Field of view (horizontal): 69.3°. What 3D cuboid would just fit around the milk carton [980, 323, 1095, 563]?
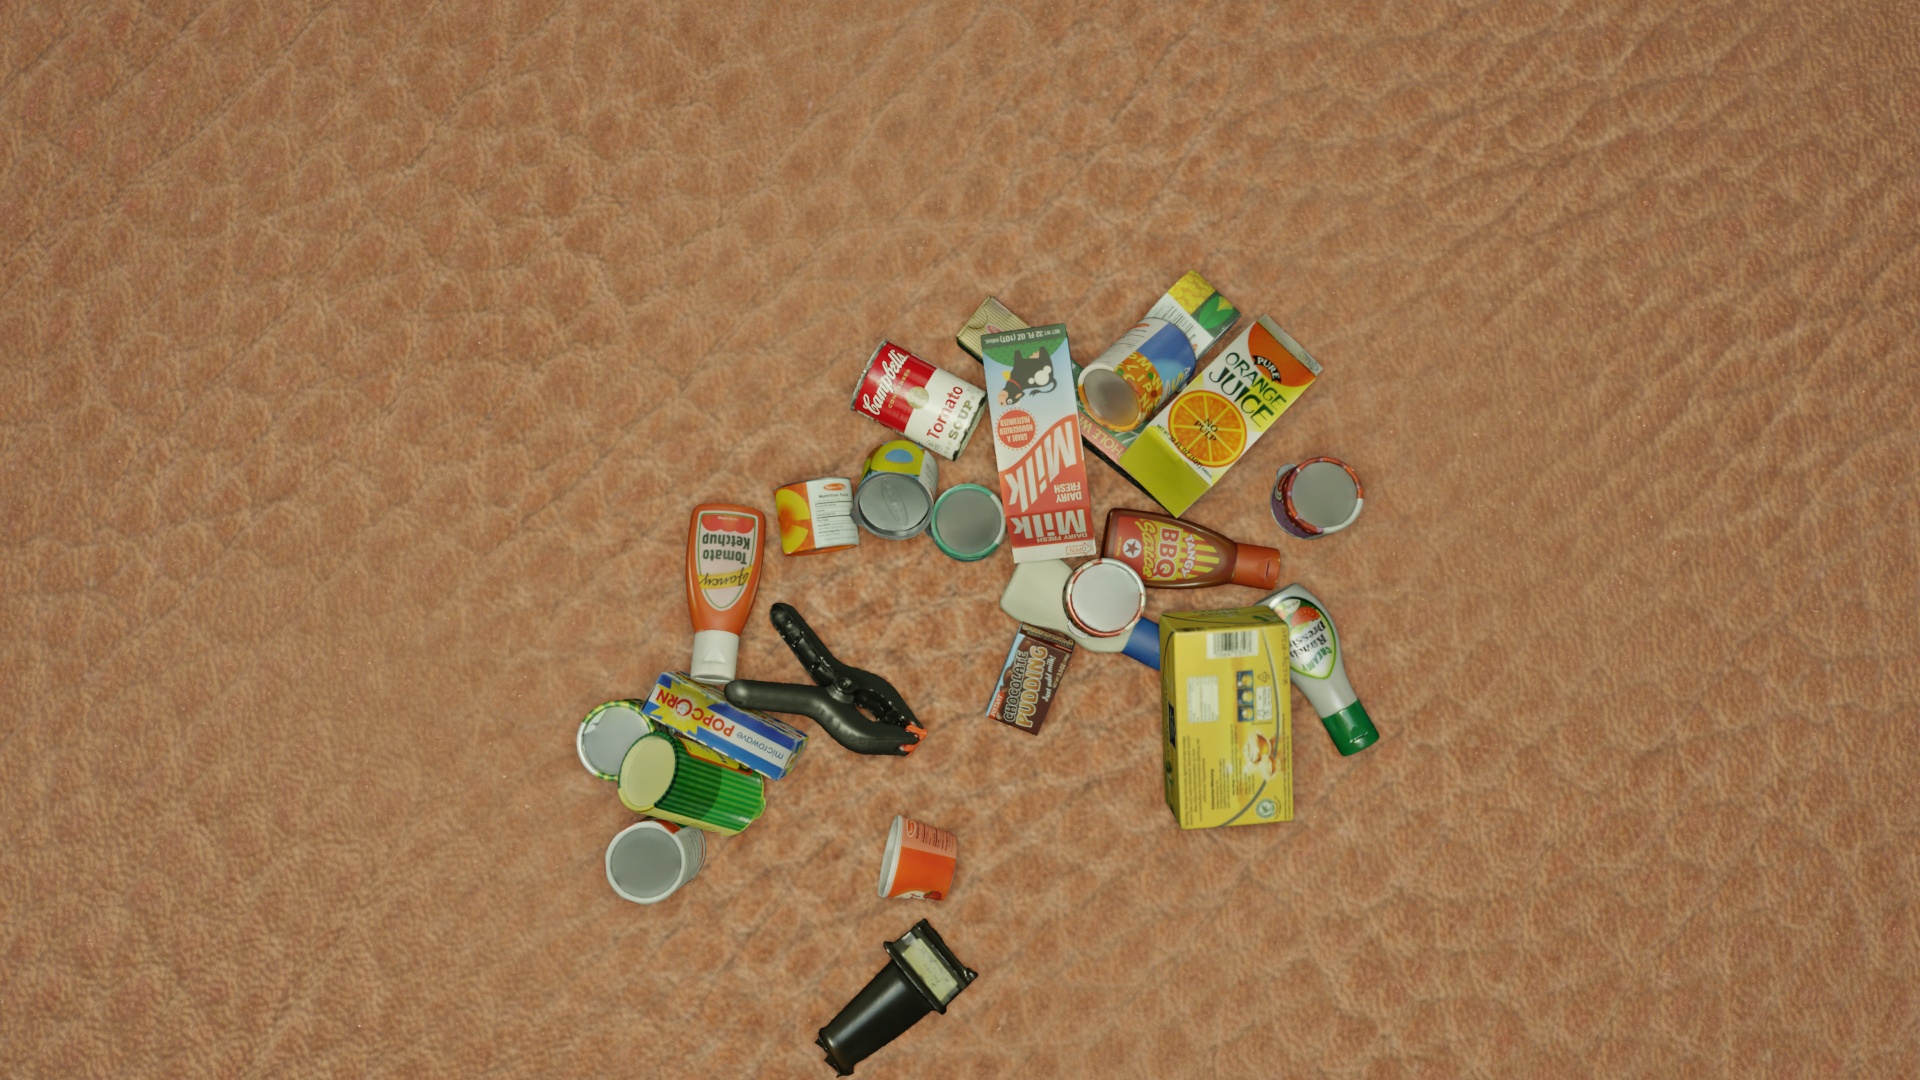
[{"bbox_3d":[0.066,-0.079,1.154,0.072,0.073,0.190,-7,92,6],"label":"milk carton"}]

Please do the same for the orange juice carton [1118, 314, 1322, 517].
[{"bbox_3d":[0.227,-0.114,1.168,0.072,0.072,0.193,45,65,4],"label":"orange juice carton"}]

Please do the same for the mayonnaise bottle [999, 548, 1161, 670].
[{"bbox_3d":[0.110,0.063,1.182,0.148,0.041,0.065,26,88,1],"label":"mayonnaise bottle"}]

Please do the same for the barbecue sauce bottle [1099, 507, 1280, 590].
[{"bbox_3d":[0.195,0.013,1.185,0.149,0.043,0.065,9,91,0],"label":"barbecue sauce bottle"}]

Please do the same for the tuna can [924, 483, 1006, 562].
[{"bbox_3d":[0.004,-0.015,1.192,0.071,0.033,0.071,0,84,-1],"label":"tuna can"}]

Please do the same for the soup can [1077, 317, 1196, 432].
[{"bbox_3d":[0.149,-0.136,1.164,0.071,0.071,0.084,45,56,4],"label":"soup can"}]

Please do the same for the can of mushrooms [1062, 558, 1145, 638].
[{"bbox_3d":[0.117,0.049,1.144,0.071,0.033,0.071,0,85,-3],"label":"can of mushrooms"}]

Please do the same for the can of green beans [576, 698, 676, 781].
[{"bbox_3d":[-0.281,0.166,1.160,0.071,0.058,0.071,0,85,0],"label":"can of green beans"}]

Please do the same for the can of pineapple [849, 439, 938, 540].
[{"bbox_3d":[-0.055,-0.043,1.169,0.071,0.058,0.070,2,123,4],"label":"can of pineapple"}]

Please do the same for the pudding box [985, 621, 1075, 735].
[{"bbox_3d":[0.058,0.116,1.166,0.050,0.030,0.083,22,109,3],"label":"pudding box"}]

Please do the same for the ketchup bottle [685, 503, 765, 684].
[{"bbox_3d":[-0.200,0.045,1.162,0.065,0.043,0.149,6,69,-10],"label":"ketchup bottle"}]

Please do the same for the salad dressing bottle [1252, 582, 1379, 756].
[{"bbox_3d":[0.302,0.110,1.176,0.064,0.044,0.147,-29,85,0],"label":"salad dressing bottle"}]

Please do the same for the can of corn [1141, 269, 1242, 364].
[{"bbox_3d":[0.199,-0.191,1.196,0.058,0.071,0.071,45,86,4],"label":"can of corn"}]

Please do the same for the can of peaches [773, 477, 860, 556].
[{"bbox_3d":[-0.123,-0.019,1.177,0.071,0.071,0.058,-9,85,-1],"label":"can of peaches"}]

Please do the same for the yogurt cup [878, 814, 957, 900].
[{"bbox_3d":[-0.034,0.266,1.150,0.054,0.072,0.072,13,85,-7],"label":"yogurt cup"}]

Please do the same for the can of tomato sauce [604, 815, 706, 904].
[{"bbox_3d":[-0.251,0.259,1.139,0.071,0.083,0.071,0,85,0],"label":"can of tomato sauce"}]

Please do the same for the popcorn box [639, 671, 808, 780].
[{"bbox_3d":[-0.192,0.152,1.148,0.127,0.085,0.038,27,86,3],"label":"popcorn box"}]

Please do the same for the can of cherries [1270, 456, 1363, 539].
[{"bbox_3d":[0.301,-0.037,1.183,0.071,0.058,0.071,0,85,-1],"label":"can of cherries"}]

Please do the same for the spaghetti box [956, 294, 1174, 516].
[{"bbox_3d":[0.107,-0.115,1.205,0.250,0.028,0.050,39,86,3],"label":"spaghetti box"}]

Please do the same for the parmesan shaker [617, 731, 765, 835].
[{"bbox_3d":[-0.216,0.198,1.124,0.071,0.103,0.071,-14,63,29],"label":"parmesan shaker"}]
